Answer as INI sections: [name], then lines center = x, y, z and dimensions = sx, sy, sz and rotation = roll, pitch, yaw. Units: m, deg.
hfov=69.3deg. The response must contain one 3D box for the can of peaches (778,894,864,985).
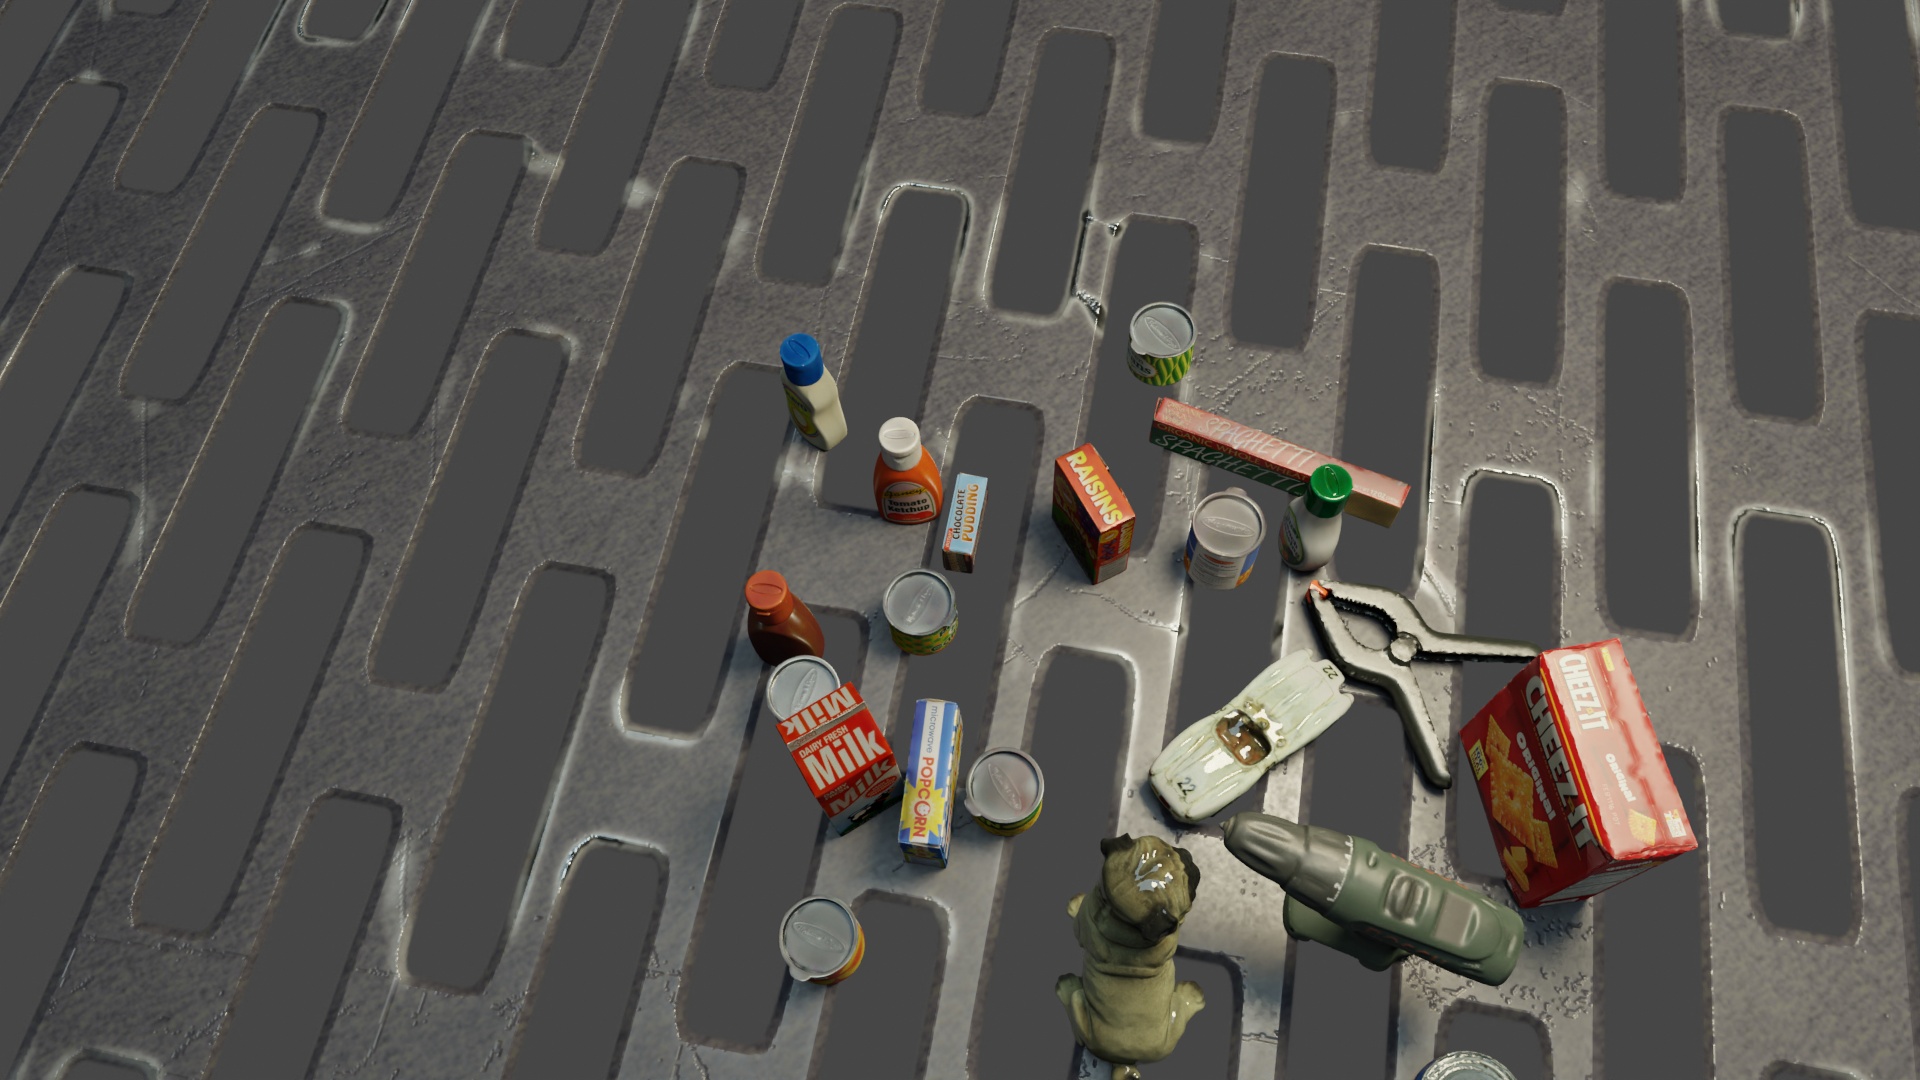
[can of peaches]
center = -0.116, 0.336, 1.159
dimensions = 0.071, 0.058, 0.071
rotation = -1, 65, 2

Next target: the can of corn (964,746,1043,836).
[can of corn]
center = 0.037, 0.220, 1.206
dimensions = 0.071, 0.058, 0.071
rotation = -1, 65, 2

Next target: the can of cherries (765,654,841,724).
[can of cherries]
center = -0.136, 0.145, 1.248
dimensions = 0.071, 0.058, 0.072
rotation = -1, 65, 2

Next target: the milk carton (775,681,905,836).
[milk carton]
center = -0.099, 0.180, 1.158
dimensions = 0.072, 0.189, 0.073
rotation = -30, 68, -10

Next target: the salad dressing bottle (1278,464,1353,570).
[salad dressing bottle]
center = 0.321, -0.021, 1.256
dimensions = 0.044, 0.147, 0.064
rotation = -10, 66, -2

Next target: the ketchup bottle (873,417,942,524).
[ketchup bottle]
center = -0.052, -0.064, 1.291
dimensions = 0.065, 0.148, 0.044
rotation = -3, 66, 1

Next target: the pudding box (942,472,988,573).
[pudding box]
center = 0.005, -0.017, 1.321
dimensions = 0.030, 0.049, 0.084
rotation = 9, 66, 7

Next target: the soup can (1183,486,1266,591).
[soup can]
center = 0.244, 0.000, 1.285
dimensions = 0.071, 0.083, 0.071
rotation = -1, 66, 2

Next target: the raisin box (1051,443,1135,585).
[raisin box]
center = 0.122, -0.023, 1.279
dimensions = 0.040, 0.123, 0.086
rotation = -25, 67, -9

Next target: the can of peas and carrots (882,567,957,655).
[can of peas and carrots]
center = -0.034, 0.067, 1.279
dimensions = 0.071, 0.058, 0.071
rotation = -1, 65, 2

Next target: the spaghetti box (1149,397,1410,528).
[spaghetti box]
center = 0.302, -0.075, 1.335
dimensions = 0.250, 0.050, 0.029
rotation = 21, 68, 12

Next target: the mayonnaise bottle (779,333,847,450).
[mayonnaise bottle]
center = -0.145, -0.144, 1.332
dimensions = 0.041, 0.147, 0.065
rotation = -43, 71, -15

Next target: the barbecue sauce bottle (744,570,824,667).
[barbecue sauce bottle]
center = -0.161, 0.072, 1.233
dimensions = 0.065, 0.148, 0.044
rotation = 7, 66, 6

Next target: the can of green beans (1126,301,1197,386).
[can of green beans]
center = 0.201, -0.196, 1.391
dimensions = 0.071, 0.057, 0.071
rotation = -1, 65, 2

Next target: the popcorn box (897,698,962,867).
[popcorn box]
center = -0.024, 0.210, 1.199
dimensions = 0.038, 0.085, 0.127
rotation = 5, 66, 5
